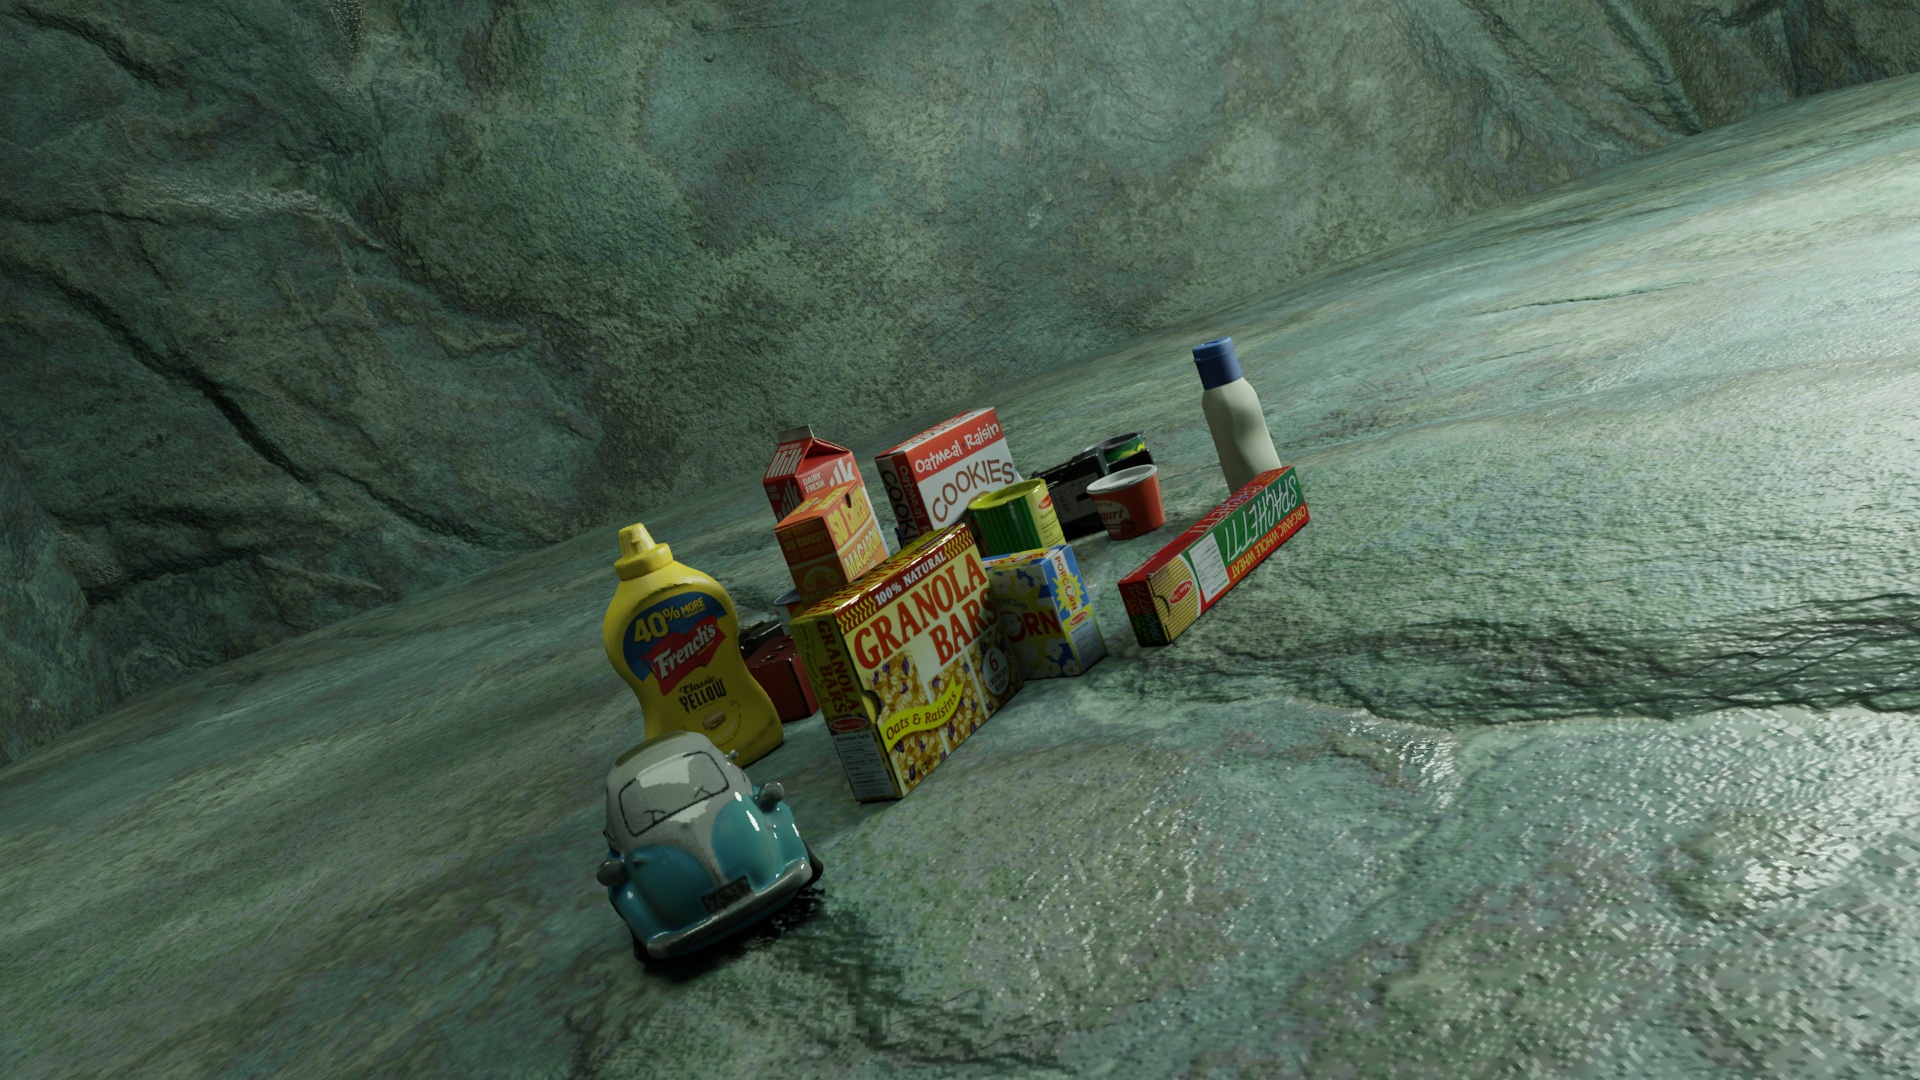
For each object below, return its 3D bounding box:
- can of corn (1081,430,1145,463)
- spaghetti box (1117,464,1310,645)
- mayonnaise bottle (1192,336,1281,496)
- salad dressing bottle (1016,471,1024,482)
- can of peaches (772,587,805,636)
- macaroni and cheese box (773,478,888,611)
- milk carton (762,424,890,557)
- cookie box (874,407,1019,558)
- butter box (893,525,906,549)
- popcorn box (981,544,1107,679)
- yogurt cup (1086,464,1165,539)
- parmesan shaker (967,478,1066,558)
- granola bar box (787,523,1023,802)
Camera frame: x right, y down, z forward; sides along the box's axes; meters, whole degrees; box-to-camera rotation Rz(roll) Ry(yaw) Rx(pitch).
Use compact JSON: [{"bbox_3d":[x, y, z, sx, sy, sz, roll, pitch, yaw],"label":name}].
[{"bbox_3d":[0.171,-0.079,1.479,0.071,0.058,0.071,-19,11,4],"label":"can of corn"},{"bbox_3d":[0.196,0.006,1.039,0.028,0.050,0.251,-11,14,41],"label":"spaghetti box"},{"bbox_3d":[0.248,-0.108,1.248,0.041,0.147,0.065,-23,11,-16],"label":"mayonnaise bottle"},{"bbox_3d":[0.038,-0.054,1.354,0.064,0.147,0.044,-13,12,32],"label":"salad dressing bottle"},{"bbox_3d":[-0.129,0.071,1.272,0.071,0.058,0.071,-19,11,4],"label":"can of peaches"},{"bbox_3d":[-0.071,0.049,0.989,0.040,0.166,0.124,-18,11,11],"label":"macaroni and cheese box"},{"bbox_3d":[-0.137,-0.025,1.405,0.074,0.190,0.072,-27,12,-34],"label":"milk carton"},{"bbox_3d":[0.005,-0.015,1.165,0.040,0.167,0.123,-10,14,42],"label":"cookie box"},{"bbox_3d":[-0.032,0.009,1.422,0.024,0.053,0.103,-24,11,-21],"label":"butter box"},{"bbox_3d":[0.033,0.055,0.992,0.126,0.085,0.038,-10,14,41],"label":"popcorn box"},{"bbox_3d":[0.158,-0.035,1.298,0.072,0.054,0.072,-19,11,4],"label":"yogurt cup"},{"bbox_3d":[0.053,0.010,1.131,0.071,0.103,0.071,-19,10,4],"label":"parmesan shaker"},{"bbox_3d":[-0.029,0.075,0.899,0.039,0.124,0.166,-13,13,34],"label":"granola bar box"}]
